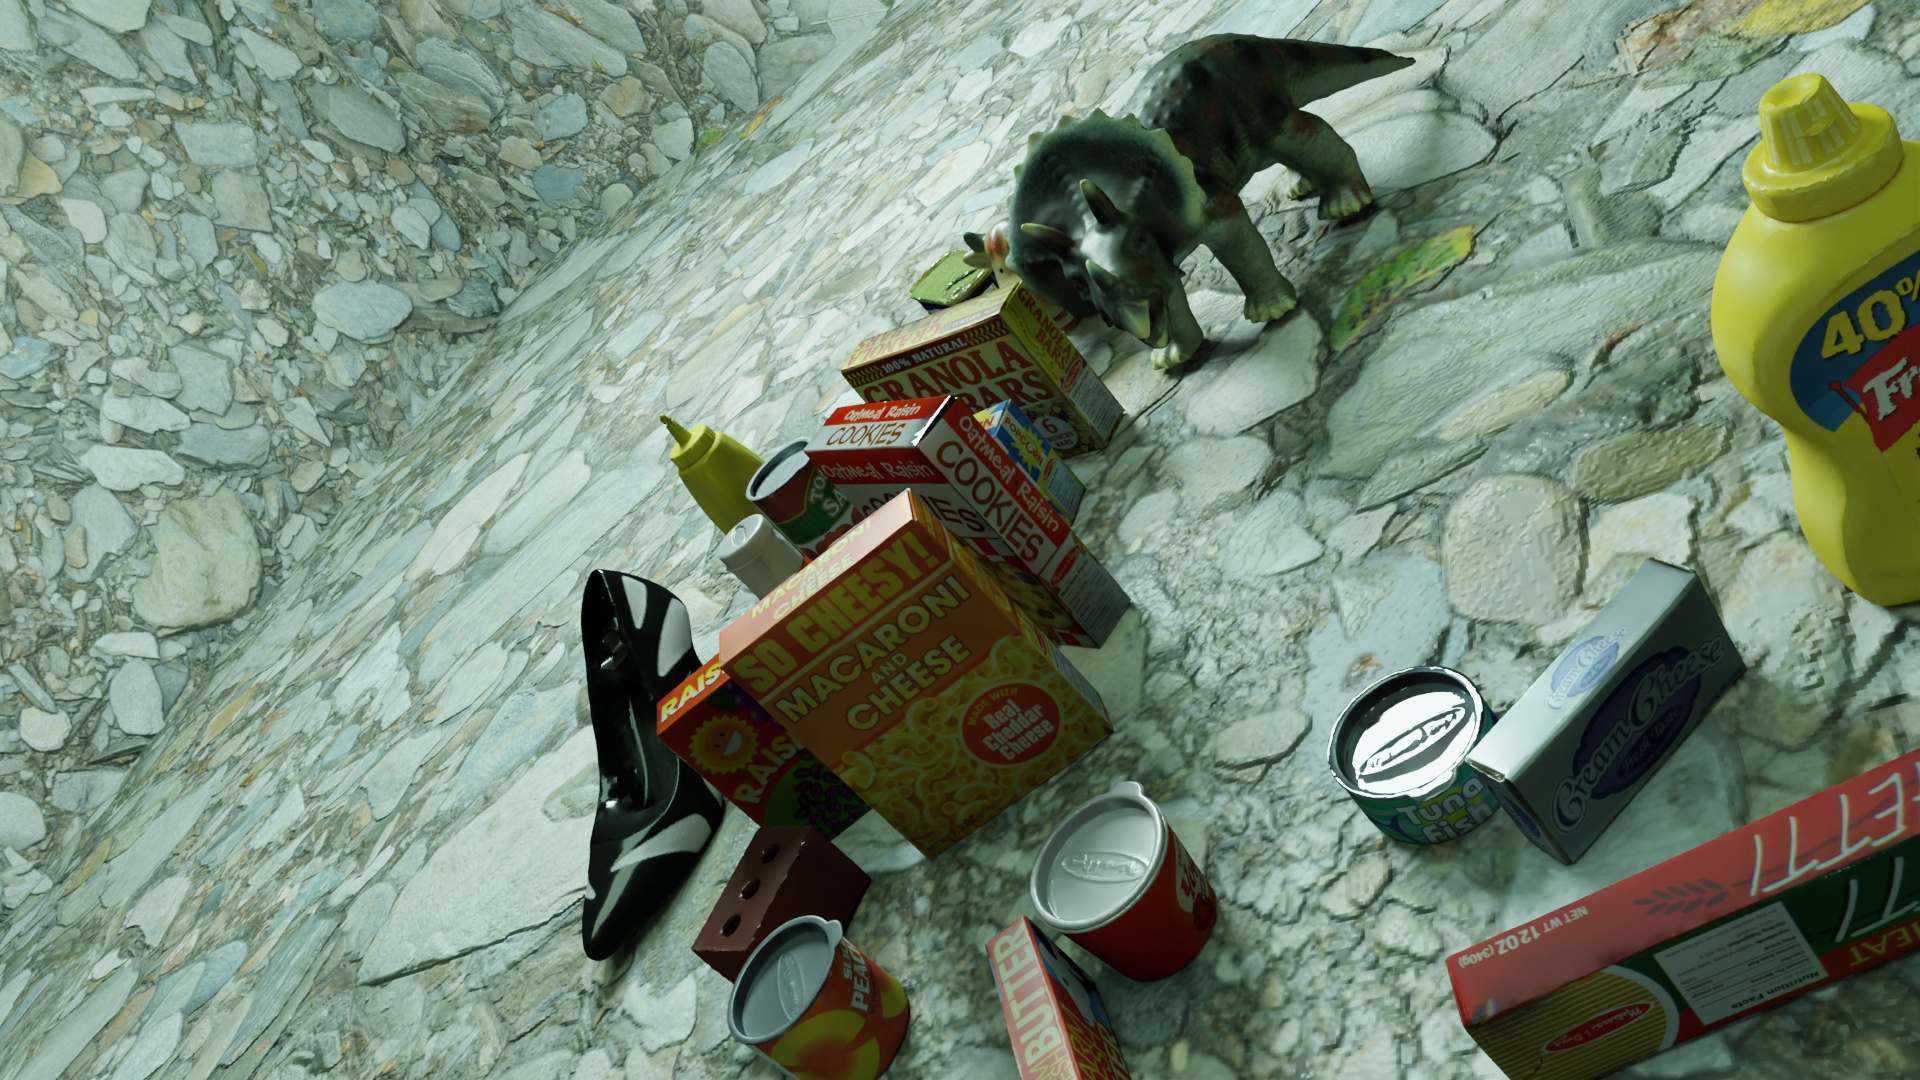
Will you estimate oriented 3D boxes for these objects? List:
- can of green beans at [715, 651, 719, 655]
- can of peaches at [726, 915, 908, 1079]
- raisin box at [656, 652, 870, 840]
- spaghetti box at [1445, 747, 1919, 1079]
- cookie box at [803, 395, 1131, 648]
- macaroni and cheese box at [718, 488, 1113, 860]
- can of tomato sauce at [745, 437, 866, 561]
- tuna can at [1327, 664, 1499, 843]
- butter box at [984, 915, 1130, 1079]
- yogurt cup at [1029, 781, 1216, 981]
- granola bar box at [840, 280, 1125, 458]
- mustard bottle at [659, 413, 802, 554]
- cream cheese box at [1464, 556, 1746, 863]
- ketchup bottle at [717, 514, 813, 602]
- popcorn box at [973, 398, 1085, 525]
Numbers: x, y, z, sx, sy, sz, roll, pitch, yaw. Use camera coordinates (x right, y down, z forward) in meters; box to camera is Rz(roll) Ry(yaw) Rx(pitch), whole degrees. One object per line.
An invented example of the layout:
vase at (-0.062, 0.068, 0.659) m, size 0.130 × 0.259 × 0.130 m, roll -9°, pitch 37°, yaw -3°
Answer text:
can of green beans at (-0.136, 0.103, 0.934) m, size 0.071 × 0.057 × 0.071 m, roll -32°, pitch 28°, yaw 20°
can of peaches at (-0.065, 0.221, 0.660) m, size 0.071 × 0.058 × 0.071 m, roll -32°, pitch 28°, yaw 20°
raisin box at (-0.101, 0.114, 0.797) m, size 0.086 × 0.123 × 0.040 m, roll -39°, pitch 26°, yaw 7°
spaghetti box at (0.268, 0.096, 0.406) m, size 0.249 × 0.050 × 0.029 m, roll -32°, pitch 28°, yaw 19°
cookie box at (0.003, -0.010, 0.793) m, size 0.123 × 0.167 × 0.040 m, roll 2°, pitch 50°, yaw 55°
macaroni and cheese box at (-0.021, 0.071, 0.704) m, size 0.123 × 0.166 × 0.040 m, roll -37°, pitch 26°, yaw 10°
can of tomato sauce at (-0.112, -0.028, 1.071) m, size 0.071 × 0.083 × 0.071 m, roll -32°, pitch 28°, yaw 20°
tuna can at (0.184, 0.087, 0.553) m, size 0.071 × 0.032 × 0.071 m, roll -32°, pitch 28°, yaw 19°
butter box at (0.043, 0.201, 0.549) m, size 0.024 × 0.053 × 0.104 m, roll -38°, pitch 26°, yaw 8°
yogurt cup at (0.071, 0.149, 0.589) m, size 0.072 × 0.054 × 0.073 m, roll -32°, pitch 28°, yaw 20°
granola bar box at (0.012, -0.103, 0.969) m, size 0.165 × 0.124 × 0.039 m, roll -12°, pitch 39°, yaw 46°
mustard bottle at (-0.184, -0.047, 1.109) m, size 0.048 × 0.160 × 0.065 m, roll -12°, pitch 39°, yaw 46°
cream cheese box at (0.234, 0.061, 0.500) m, size 0.104 × 0.053 × 0.024 m, roll -45°, pitch 26°, yaw -6°
ketchup bottle at (-0.086, 0.047, 0.849) m, size 0.043 × 0.148 × 0.065 m, roll -41°, pitch 26°, yaw 2°
popcorn box at (0.005, -0.033, 0.917) m, size 0.126 × 0.085 × 0.038 m, roll -20°, pitch 34°, yaw 37°
